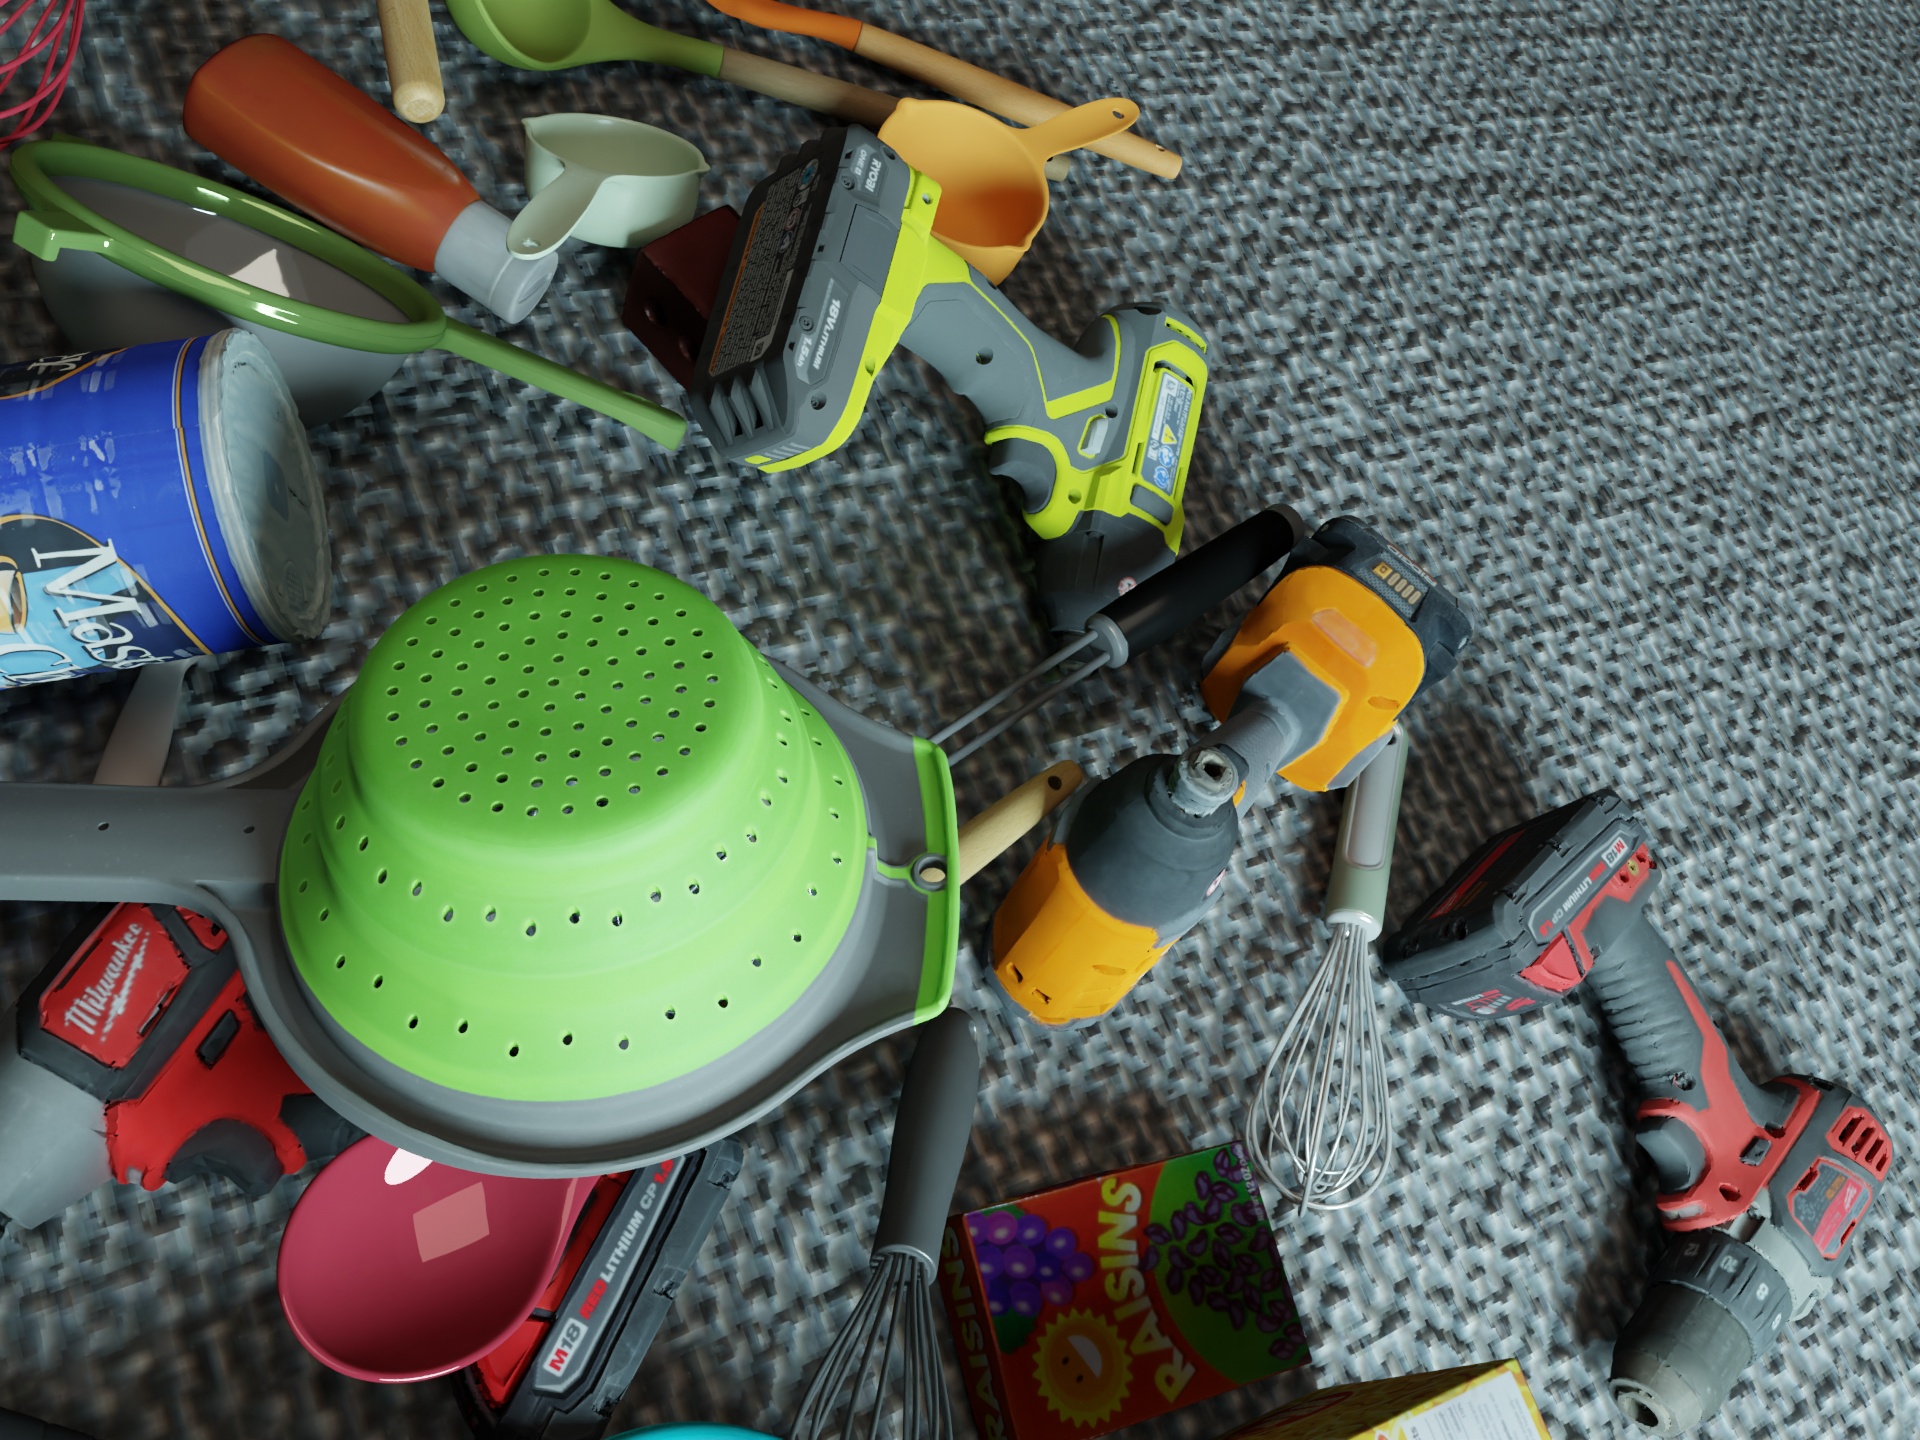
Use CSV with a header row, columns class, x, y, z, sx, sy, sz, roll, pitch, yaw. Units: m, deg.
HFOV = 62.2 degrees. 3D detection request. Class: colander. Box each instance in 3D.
class,x,y,z,sx,sy,sz,roll,pitch,yaw
colander,-0.195,0.017,0.459,0.397,0.094,0.205,2,51,-4

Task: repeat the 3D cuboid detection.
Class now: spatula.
class,x,y,z,sx,sy,sz,roll,pitch,yaw
spatula,-0.027,-0.348,0.812,0.322,0.041,0.081,16,43,-17

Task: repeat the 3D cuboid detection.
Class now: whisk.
class,x,y,z,sx,sy,sz,roll,pitch,yaw
whisk,-0.017,0.181,0.524,0.055,0.055,0.239,27,33,-9
whisk,-0.259,-0.360,0.708,0.047,0.051,0.245,-7,66,-21
whisk,-0.345,-0.292,0.610,0.073,0.073,0.296,19,42,-14
whisk,0.167,0.095,0.685,0.058,0.059,0.246,10,55,13

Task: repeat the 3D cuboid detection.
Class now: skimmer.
class,x,y,z,sx,sy,sz,roll,pitch,yaw
skimmer,-0.001,-0.002,0.632,0.363,0.090,0.127,-33,102,-33

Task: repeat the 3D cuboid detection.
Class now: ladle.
class,x,y,z,sx,sy,sz,roll,pitch,yaw
ladle,-0.087,-0.315,0.764,0.320,0.062,0.078,9,78,-22
ladle,-0.067,0.091,0.508,0.315,0.031,0.069,-34,84,-33

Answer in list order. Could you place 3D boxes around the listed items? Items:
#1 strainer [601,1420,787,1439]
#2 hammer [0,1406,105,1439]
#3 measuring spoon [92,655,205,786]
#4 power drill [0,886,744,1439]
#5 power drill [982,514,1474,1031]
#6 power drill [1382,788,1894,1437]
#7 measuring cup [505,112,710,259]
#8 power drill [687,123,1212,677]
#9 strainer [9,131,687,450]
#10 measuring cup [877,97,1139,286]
class,x,y,z,sx,sy,sz,roll,pitch,yaw
strainer,-0.135,0.293,0.394,0.340,0.095,0.211,23,43,-37
hammer,-0.312,0.197,0.433,0.334,0.035,0.146,23,59,-8
measuring spoon,-0.285,0.001,0.554,0.034,0.018,0.124,12,63,-17
power drill,-0.193,0.138,0.498,0.219,0.078,0.143,30,57,-3
power drill,0.110,0.013,0.629,0.084,0.164,0.226,42,56,10
power drill,0.287,0.165,0.685,0.188,0.080,0.227,-35,86,-31
measuring cup,-0.157,-0.208,0.659,0.083,0.038,0.168,14,36,-3
power drill,0.007,-0.129,0.670,0.223,0.080,0.171,24,72,-34
strainer,-0.233,-0.136,0.617,0.256,0.069,0.152,18,20,-33
measuring cup,0.022,-0.266,0.789,0.173,0.052,0.095,-34,83,-33
